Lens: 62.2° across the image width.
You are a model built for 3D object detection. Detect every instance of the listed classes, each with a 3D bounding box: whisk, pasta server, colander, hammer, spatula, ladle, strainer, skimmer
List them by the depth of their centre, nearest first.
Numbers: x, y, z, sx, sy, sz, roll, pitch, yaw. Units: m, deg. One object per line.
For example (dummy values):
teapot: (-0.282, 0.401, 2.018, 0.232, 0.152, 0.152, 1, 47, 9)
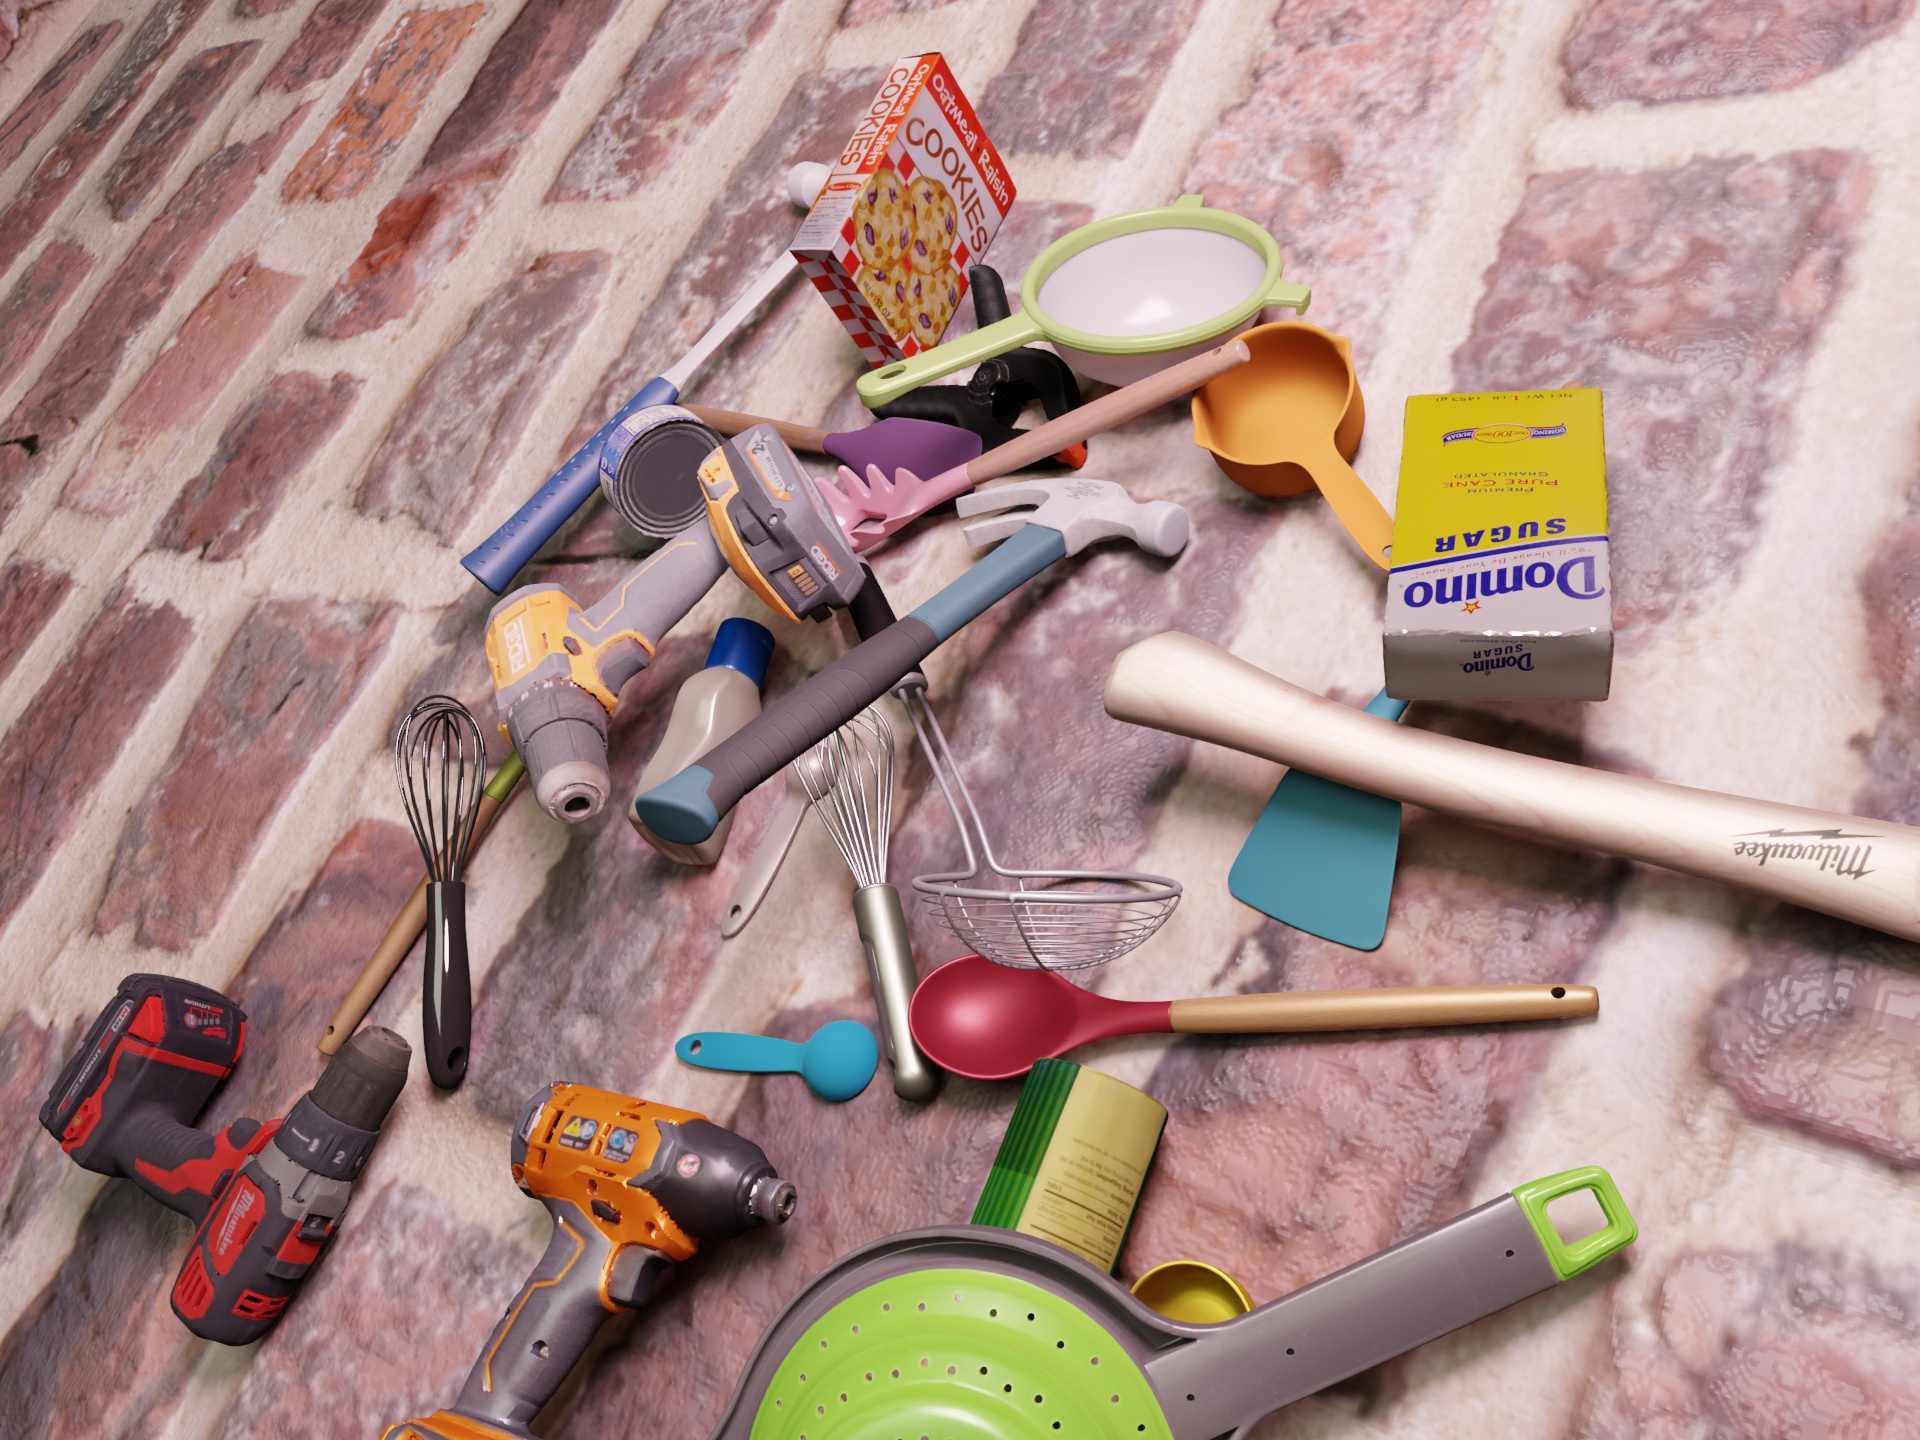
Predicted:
colander: (0.069, 0.264, 0.586, 0.397, 0.094, 0.205, -26, 78, 4)
hammer: (0.245, 0.041, 0.670, 0.411, 0.038, 0.146, 16, 71, 29)
ladle: (0.122, 0.132, 0.725, 0.315, 0.031, 0.069, -7, 50, 25)
spatula: (0.234, -0.040, 0.774, 0.082, 0.044, 0.317, 20, 68, 38)
hammer: (-0.030, -0.039, 0.841, 0.331, 0.033, 0.128, -38, 40, -28)
skimmer: (-0.001, -0.003, 0.842, 0.364, 0.127, 0.090, -117, 36, -45)
whisk: (-0.048, 0.086, 0.844, 0.059, 0.057, 0.247, -9, 56, -9)
pasta server: (0.024, -0.158, 0.924, 0.316, 0.040, 0.060, -18, 47, 36)
strainer: (0.065, -0.215, 0.926, 0.256, 0.069, 0.152, -23, 44, -6)
whisk: (-0.312, 0.100, 0.958, 0.055, 0.055, 0.239, -13, 74, 24)
ladle: (-0.320, 0.067, 1.012, 0.078, 0.062, 0.320, 25, 78, 30)
spatula: (-0.105, -0.186, 1.066, 0.316, 0.018, 0.059, 20, 103, 40)
hammer: (-0.198, -0.245, 1.130, 0.405, 0.035, 0.144, -49, 43, -10)

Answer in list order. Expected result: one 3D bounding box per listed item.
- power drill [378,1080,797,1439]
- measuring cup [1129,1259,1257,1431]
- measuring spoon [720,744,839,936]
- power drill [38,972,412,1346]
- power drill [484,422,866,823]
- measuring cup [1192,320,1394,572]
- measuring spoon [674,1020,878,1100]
power drill: (-0.177, 0.294, 0.764, 0.164, 0.084, 0.227, 3, 59, 31)
measuring cup: (0.082, 0.299, 0.647, 0.062, 0.029, 0.156, 12, 79, 28)
measuring spoon: (-0.108, 0.066, 0.909, 0.034, 0.018, 0.124, 14, 70, 36)
power drill: (-0.434, 0.233, 0.952, 0.227, 0.080, 0.188, 25, 81, 36)
power drill: (-0.169, -0.052, 0.913, 0.226, 0.084, 0.186, -33, 42, 5)
measuring cup: (0.192, -0.133, 0.842, 0.095, 0.052, 0.174, -33, 60, 10)
measuring spoon: (-0.103, 0.173, 0.834, 0.129, 0.021, 0.042, -2, 60, 28)
